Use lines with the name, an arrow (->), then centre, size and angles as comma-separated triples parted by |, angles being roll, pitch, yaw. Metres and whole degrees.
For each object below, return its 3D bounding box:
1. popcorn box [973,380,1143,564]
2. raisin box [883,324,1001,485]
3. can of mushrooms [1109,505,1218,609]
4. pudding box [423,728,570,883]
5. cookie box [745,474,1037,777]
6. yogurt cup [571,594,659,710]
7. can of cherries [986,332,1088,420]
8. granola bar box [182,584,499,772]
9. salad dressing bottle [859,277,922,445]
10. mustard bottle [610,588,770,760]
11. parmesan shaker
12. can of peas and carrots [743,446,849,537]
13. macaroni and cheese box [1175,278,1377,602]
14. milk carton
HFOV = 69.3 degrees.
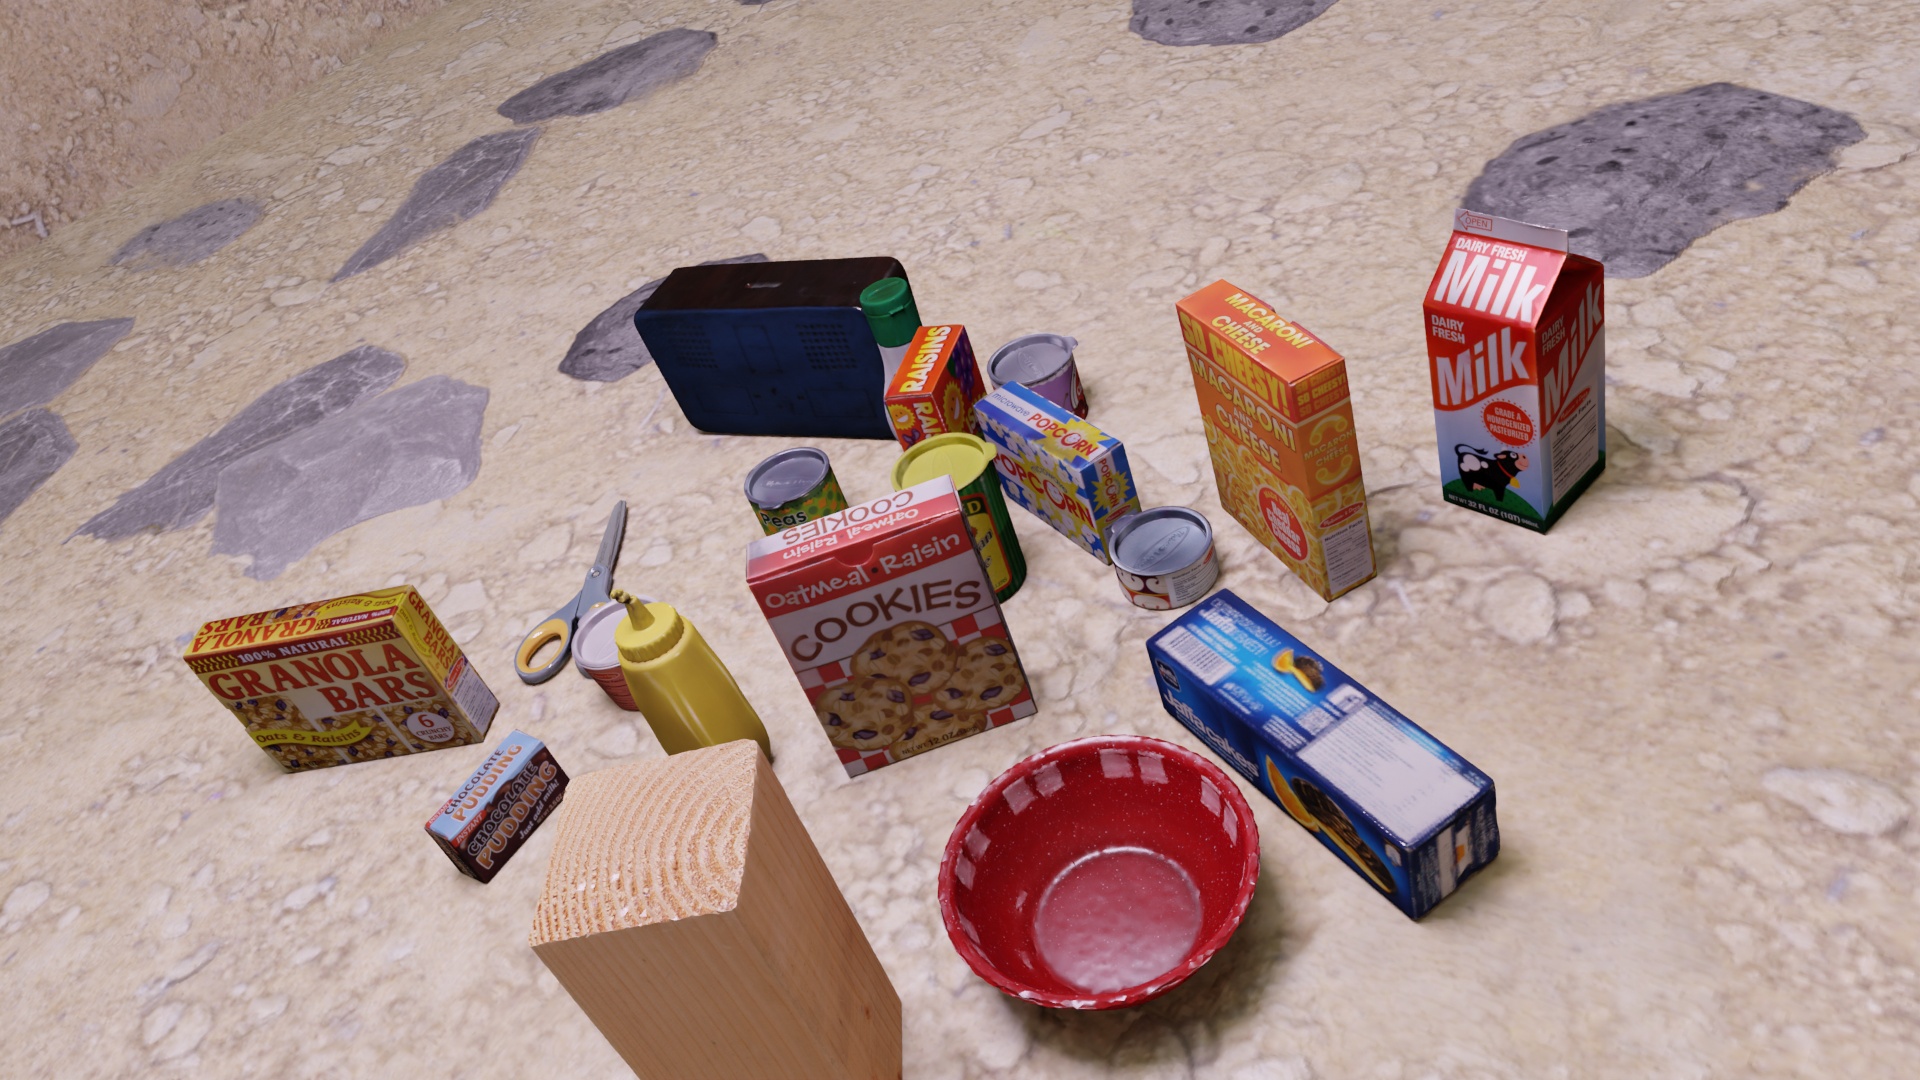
popcorn box -> 0.067, -0.048, 0.948 | 0.038, 0.084, 0.127 | -34, 40, -17
raisin box -> -0.008, -0.079, 0.988 | 0.040, 0.122, 0.086 | -2, 42, 23
can of mushrooms -> 0.129, 0.010, 0.891 | 0.071, 0.033, 0.071 | -12, 38, 10
pudding box -> -0.291, 0.167, 0.878 | 0.030, 0.049, 0.084 | 11, 48, 34
cookie box -> -0.037, 0.053, 0.805 | 0.123, 0.166, 0.040 | -19, 38, 2
yogurt cup -> -0.223, 0.079, 0.950 | 0.072, 0.053, 0.073 | -13, 38, 10
can of cherries -> 0.062, -0.116, 1.054 | 0.071, 0.058, 0.072 | -13, 38, 10
granola bar box -> -0.426, 0.099, 0.961 | 0.165, 0.123, 0.039 | -10, 39, 13
salad dressing bottle -> -0.034, -0.125, 1.035 | 0.064, 0.147, 0.044 | -28, 38, -9
mustard bottle -> -0.167, 0.085, 0.832 | 0.065, 0.159, 0.049 | 12, 48, 35
parmesan shaker -> 0.003, -0.012, 0.918 | 0.071, 0.102, 0.072 | -13, 38, 10
can of peas and carrots -> -0.119, -0.025, 1.026 | 0.071, 0.058, 0.071 | -13, 38, 10
macaroni and cheese box -> 0.192, -0.062, 0.842 | 0.040, 0.165, 0.124 | -28, 38, -9
milk carton -> 0.326, -0.105, 0.814 | 0.074, 0.189, 0.072 | -39, 41, -23
